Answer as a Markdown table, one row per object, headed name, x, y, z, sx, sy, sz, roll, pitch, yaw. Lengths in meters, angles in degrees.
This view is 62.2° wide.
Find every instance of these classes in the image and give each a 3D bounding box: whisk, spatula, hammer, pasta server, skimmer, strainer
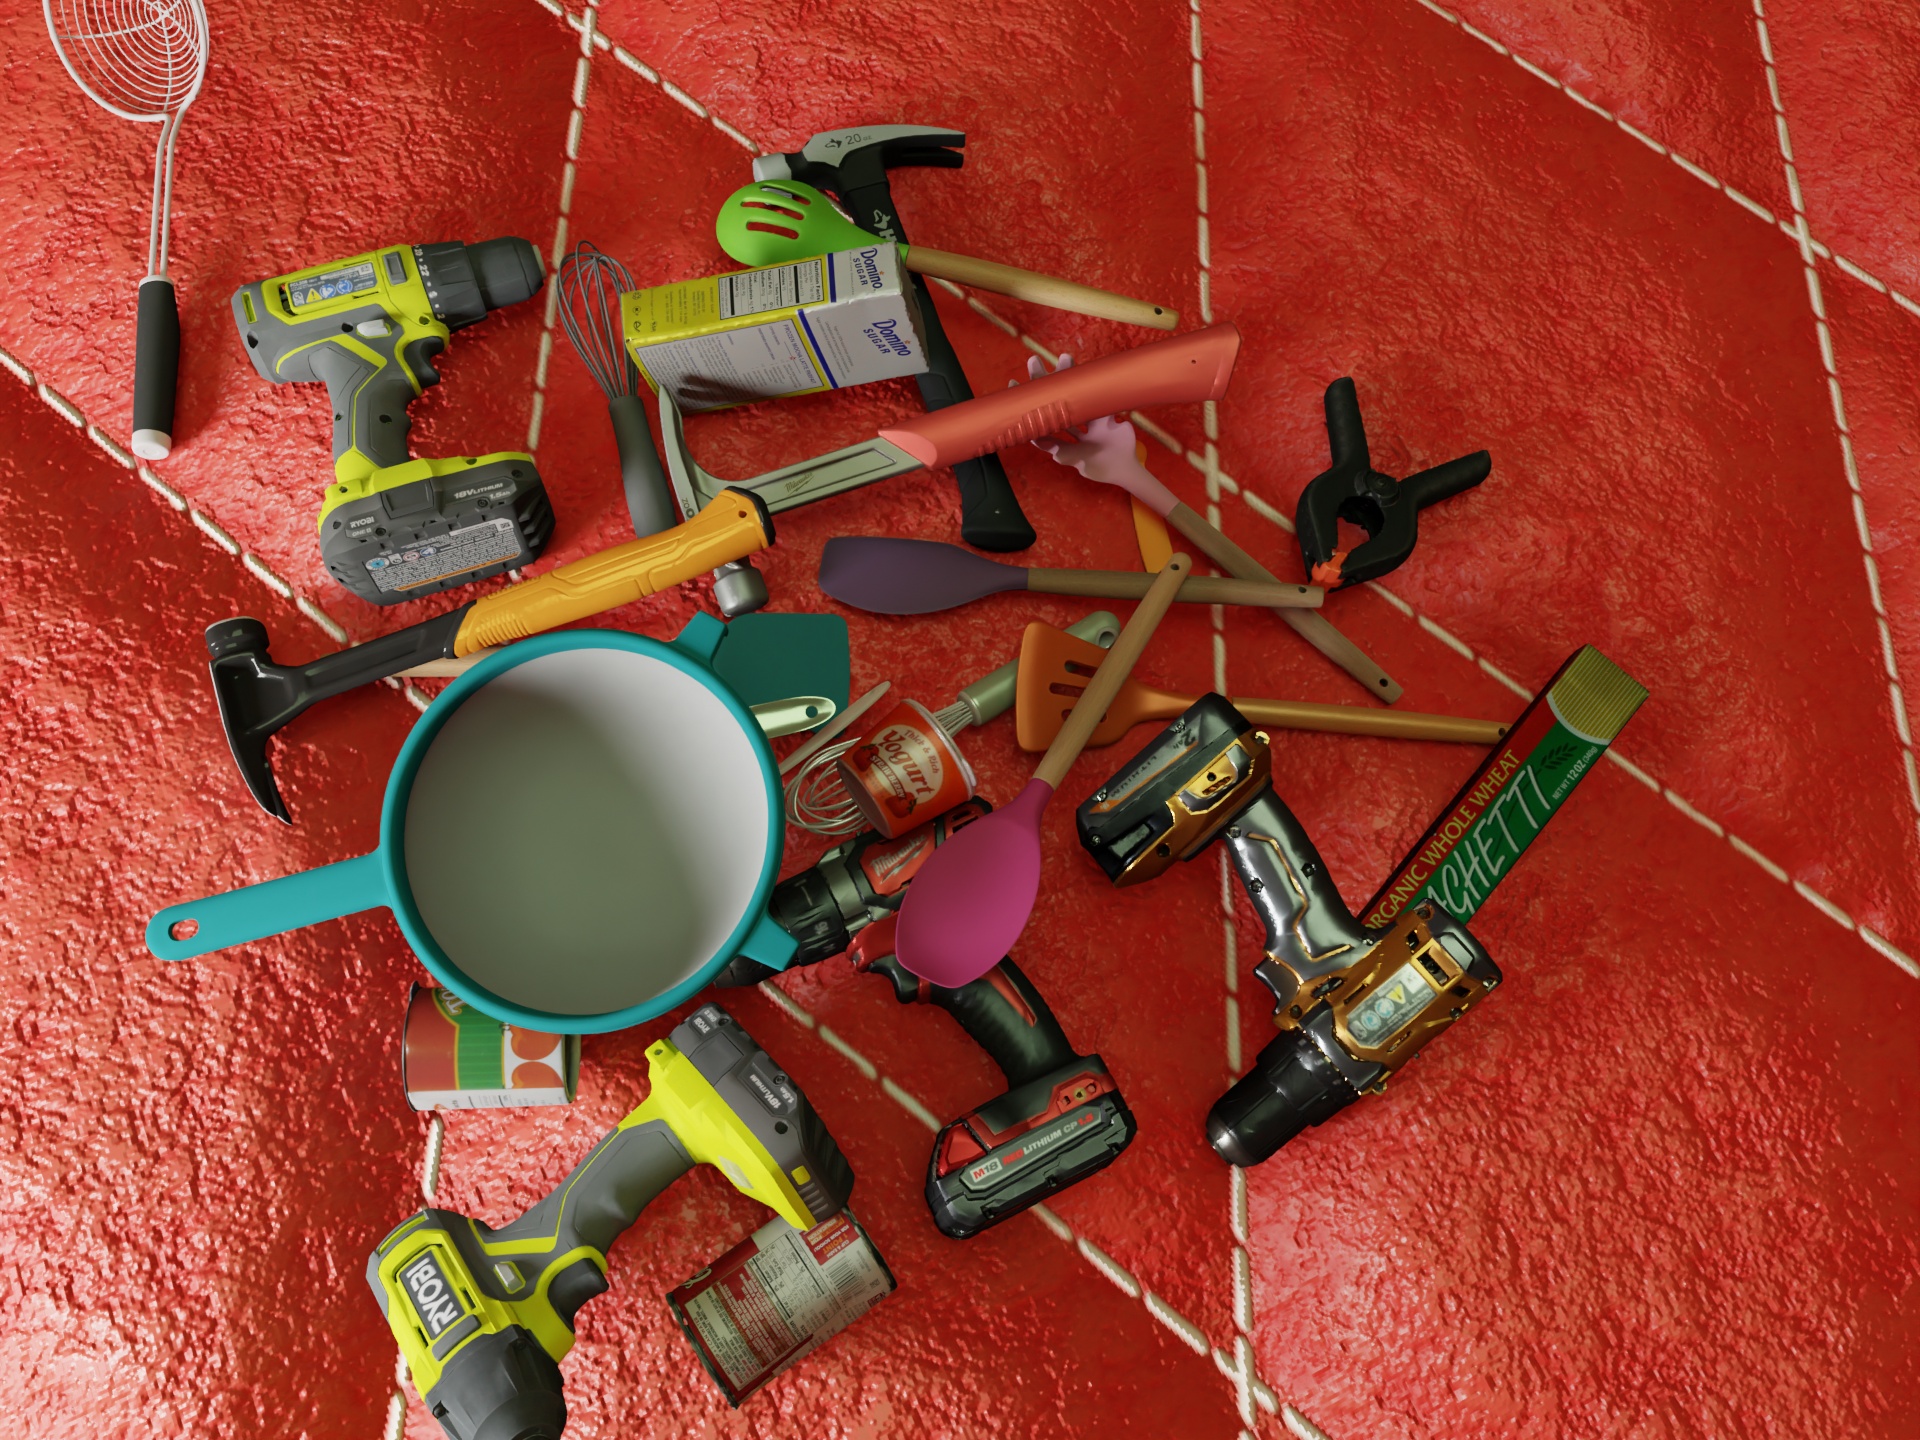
| name | x | y | z | sx | sy | sz | roll | pitch | yaw |
| --- | --- | --- | --- | --- | --- | --- | --- | --- | --- |
| whisk | -0.215 | -0.203 | 1.022 | 0.055 | 0.055 | 0.239 | -14 | 74 | -10 |
| spatula | 0.068 | -0.085 | 0.998 | 0.316 | 0.018 | 0.060 | 3 | 59 | 4 |
| spatula | 0.192 | -0.006 | 0.979 | 0.322 | 0.041 | 0.081 | 5 | 82 | -4 |
| whisk | -0.002 | -0.003 | 0.962 | 0.246 | 0.057 | 0.059 | -31 | 42 | -19 |
| hammer | -0.020 | -0.260 | 1.063 | 0.146 | 0.035 | 0.335 | -18 | 72 | -10 |
| spatula | -0.227 | -0.032 | 0.968 | 0.317 | 0.044 | 0.082 | -1 | 71 | 0 |
| hammer | -0.267 | -0.055 | 0.936 | 0.337 | 0.034 | 0.127 | -21 | 72 | -5 |
| pasta server | 0.157 | -0.118 | 1.013 | 0.316 | 0.040 | 0.060 | 41 | 88 | 6 |
| skimmer | -0.543 | -0.346 | 1.027 | 0.127 | 0.090 | 0.363 | -15 | 70 | 24 |
| strainer | -0.255 | 0.078 | 0.862 | 0.340 | 0.095 | 0.211 | -15 | 79 | 1 |
| hammer | -0.002 | -0.188 | 0.989 | 0.359 | 0.036 | 0.149 | -18 | 86 | 0 |

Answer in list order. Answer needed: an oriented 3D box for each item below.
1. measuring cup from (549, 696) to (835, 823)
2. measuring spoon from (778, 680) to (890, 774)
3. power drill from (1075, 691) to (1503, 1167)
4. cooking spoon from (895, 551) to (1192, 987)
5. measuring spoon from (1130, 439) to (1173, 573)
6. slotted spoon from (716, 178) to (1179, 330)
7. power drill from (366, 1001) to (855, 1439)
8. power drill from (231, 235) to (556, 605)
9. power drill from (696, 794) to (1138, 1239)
| name | x | y | z | sx | sy | sz | roll | pitch | yaw |
| --- | --- | --- | --- | --- | --- | --- | --- | --- | --- |
| measuring cup | -0.155 | 0.012 | 0.939 | 0.167 | 0.038 | 0.083 | -12 | 81 | -4 |
| measuring spoon | -0.094 | 0.010 | 0.947 | 0.124 | 0.034 | 0.018 | -38 | 107 | -11 |
| power drill | 0.161 | 0.120 | 0.900 | 0.185 | 0.084 | 0.226 | -42 | 77 | 4 |
| cooking spoon | 0.060 | 0.018 | 0.912 | 0.069 | 0.017 | 0.319 | 23 | 62 | 21 |
| measuring spoon | 0.123 | -0.134 | 1.038 | 0.021 | 0.011 | 0.117 | -8 | 70 | -7 |
| slotted spoon | -0.009 | -0.301 | 1.047 | 0.314 | 0.031 | 0.070 | 14 | 71 | 1 |
| power drill | -0.172 | 0.260 | 0.798 | 0.223 | 0.080 | 0.171 | -38 | 38 | -18 |
| power drill | -0.334 | -0.202 | 0.996 | 0.190 | 0.080 | 0.229 | -18 | 69 | -11 |
| power drill | -0.025 | 0.167 | 0.879 | 0.188 | 0.080 | 0.227 | -23 | 70 | -13 |
